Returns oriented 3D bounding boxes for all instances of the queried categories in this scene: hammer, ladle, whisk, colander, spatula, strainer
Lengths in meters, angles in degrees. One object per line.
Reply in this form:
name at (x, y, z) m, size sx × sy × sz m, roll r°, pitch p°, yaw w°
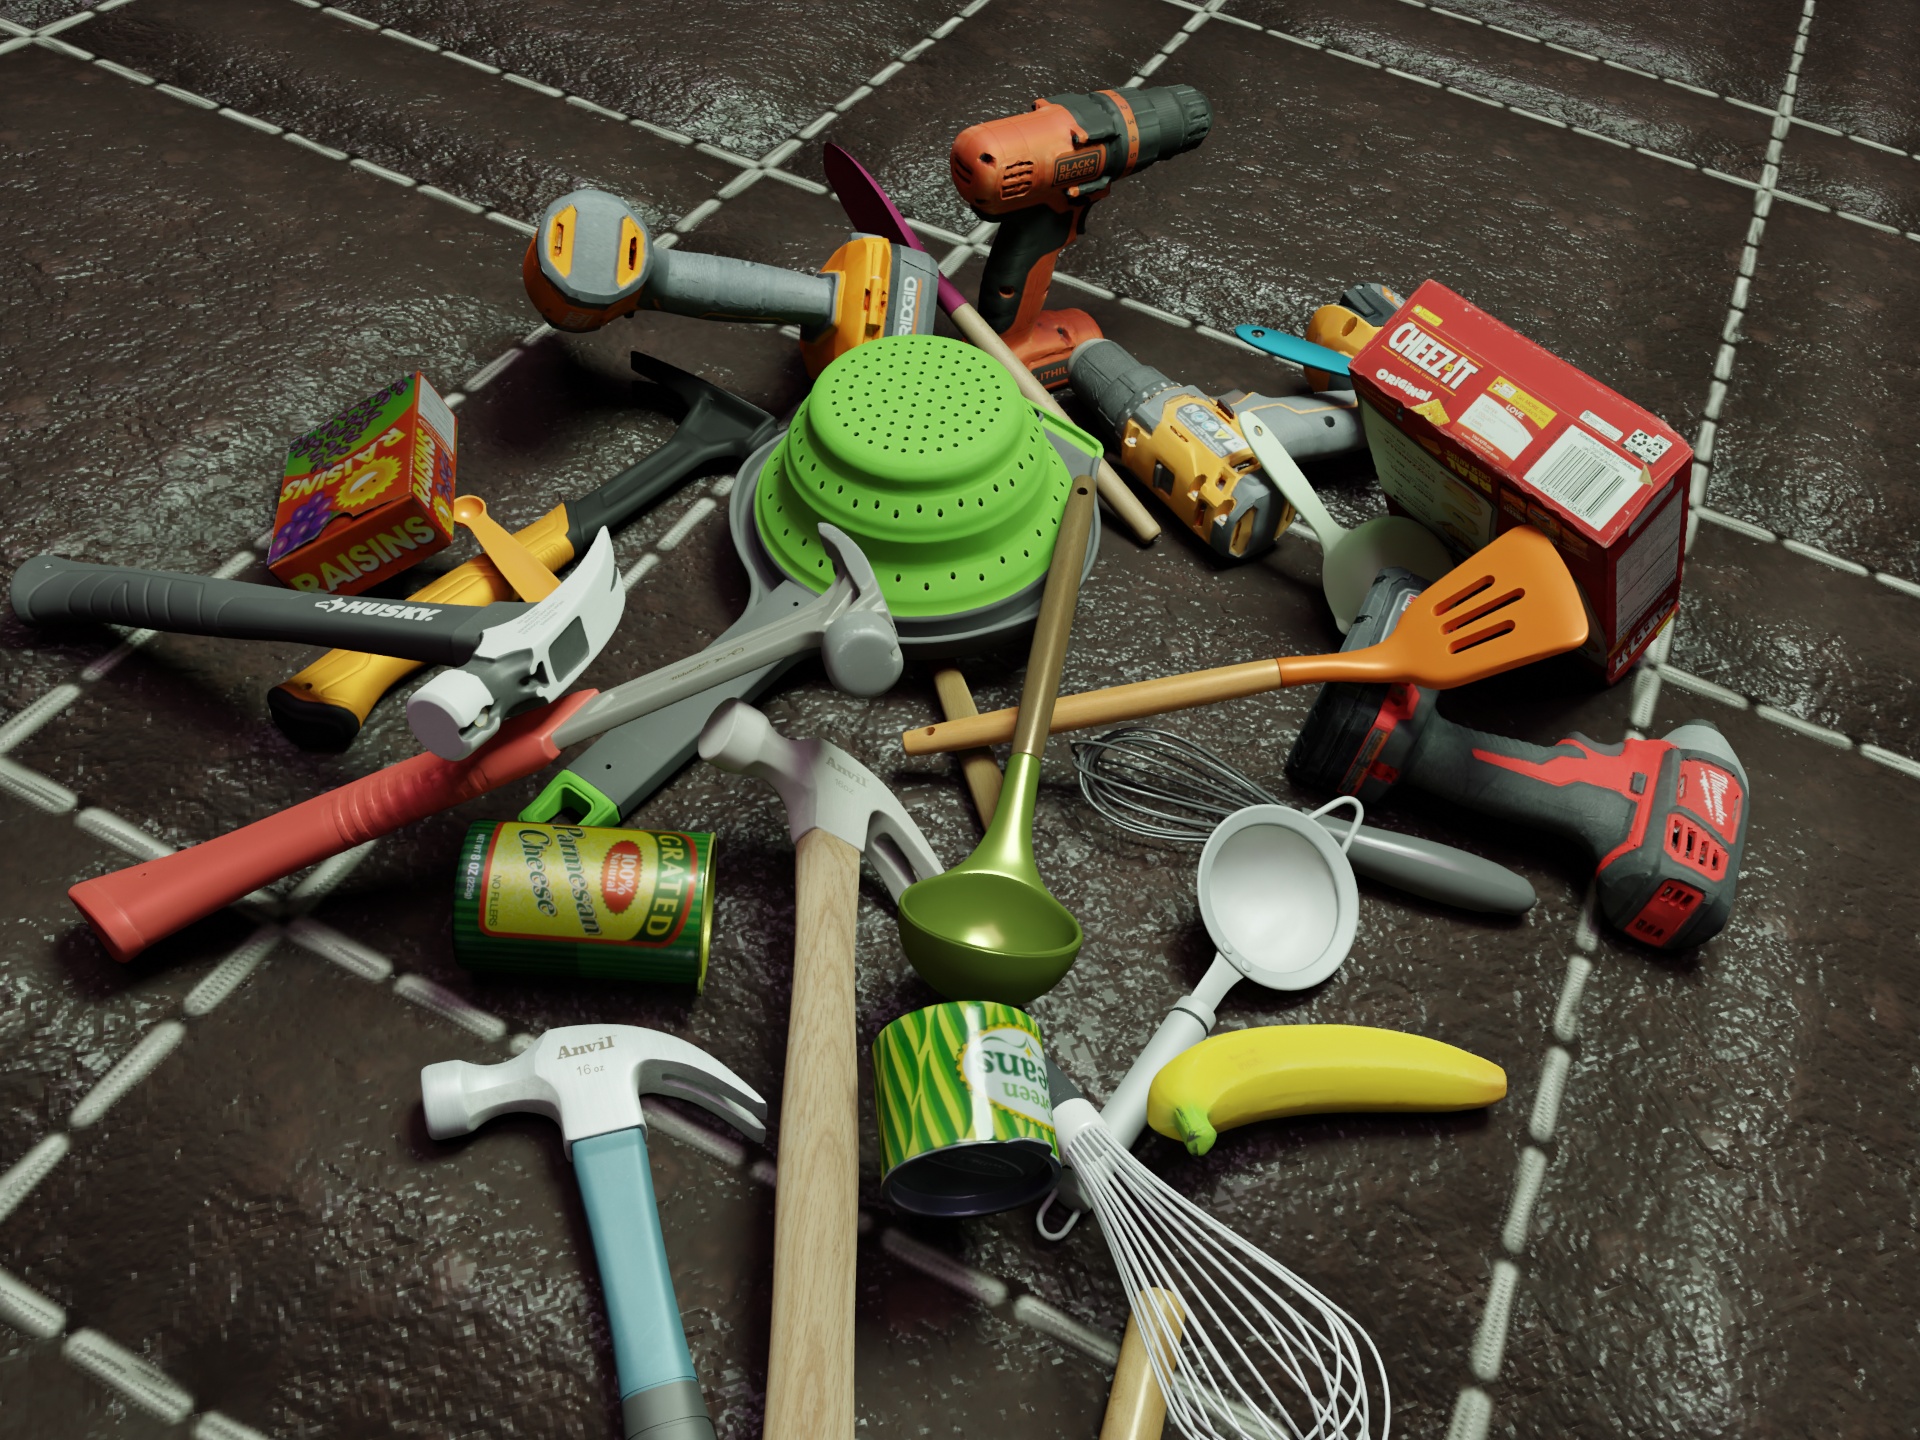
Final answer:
hammer at (-0.310, -0.051, 0.732) m, size 0.335 × 0.035 × 0.146 m, roll 7°, pitch 34°, yaw 24°
ladle at (0.036, -0.009, 0.737) m, size 0.078 × 0.062 × 0.320 m, roll 12°, pitch 53°, yaw 3°
whisk at (0.167, 0.052, 0.781) m, size 0.239 × 0.055 × 0.055 m, roll 17°, pitch 46°, yaw 2°
hammer at (-0.233, -0.096, 0.859) m, size 0.127 × 0.034 × 0.337 m, roll 30°, pitch 49°, yaw 17°
colander at (-0.073, -0.087, 0.805) m, size 0.205 × 0.094 × 0.397 m, roll 32°, pitch 57°, yaw 21°
spatula at (0.128, -0.024, 0.765) m, size 0.322 × 0.041 × 0.081 m, roll -11°, pitch 49°, yaw 5°
whisk at (0.061, 0.175, 0.597) m, size 0.070 × 0.070 × 0.285 m, roll -14°, pitch 31°, yaw -22°
hammer at (-0.053, 0.142, 0.621) m, size 0.130 × 0.031 × 0.332 m, roll 31°, pitch 38°, yaw -31°
hammer at (-0.103, 0.249, 0.554) m, size 0.128 × 0.033 × 0.331 m, roll -10°, pitch 50°, yaw -17°
ladle at (-0.001, -0.003, 0.818) m, size 0.069 × 0.031 × 0.316 m, roll -10°, pitch 51°, yaw -13°
whisk at (0.046, 0.300, 0.527) m, size 0.051 × 0.047 × 0.245 m, roll 17°, pitch 43°, yaw 8°
hammer at (-0.200, 0.012, 0.683) m, size 0.359 × 0.036 × 0.149 m, roll -23°, pitch 26°, yaw -3°
strainer at (0.105, 0.125, 0.704) m, size 0.087 × 0.050 × 0.258 m, roll 46°, pitch 57°, yaw -4°

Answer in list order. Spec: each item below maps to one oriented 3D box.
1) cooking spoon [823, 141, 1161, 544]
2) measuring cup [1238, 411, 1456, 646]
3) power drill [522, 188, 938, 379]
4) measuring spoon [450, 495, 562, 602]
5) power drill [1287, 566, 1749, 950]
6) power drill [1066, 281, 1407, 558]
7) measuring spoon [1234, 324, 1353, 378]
cooking spoon at (0.016, -0.230, 0.968) m, size 0.017 × 0.068 × 0.319 m, roll -37°, pitch 82°, yaw -14°
measuring cup at (0.219, -0.114, 0.899) m, size 0.167 × 0.038 × 0.083 m, roll 51°, pitch 58°, yaw -5°
power drill at (-0.144, -0.252, 0.946) m, size 0.226 × 0.084 × 0.164 m, roll 5°, pitch 4°, yaw -21°
measuring spoon at (-0.226, -0.076, 0.815) m, size 0.021 × 0.011 × 0.117 m, roll -35°, pitch 66°, yaw -26°
power drill at (0.295, 0.015, 0.820) m, size 0.220 × 0.078 × 0.143 m, roll 26°, pitch 49°, yaw 11°
power drill at (0.195, -0.205, 1.009) m, size 0.226 × 0.084 × 0.186 m, roll -25°, pitch 55°, yaw -23°
measuring spoon at (0.227, -0.223, 0.959) m, size 0.129 × 0.021 × 0.042 m, roll 23°, pitch 55°, yaw 16°
